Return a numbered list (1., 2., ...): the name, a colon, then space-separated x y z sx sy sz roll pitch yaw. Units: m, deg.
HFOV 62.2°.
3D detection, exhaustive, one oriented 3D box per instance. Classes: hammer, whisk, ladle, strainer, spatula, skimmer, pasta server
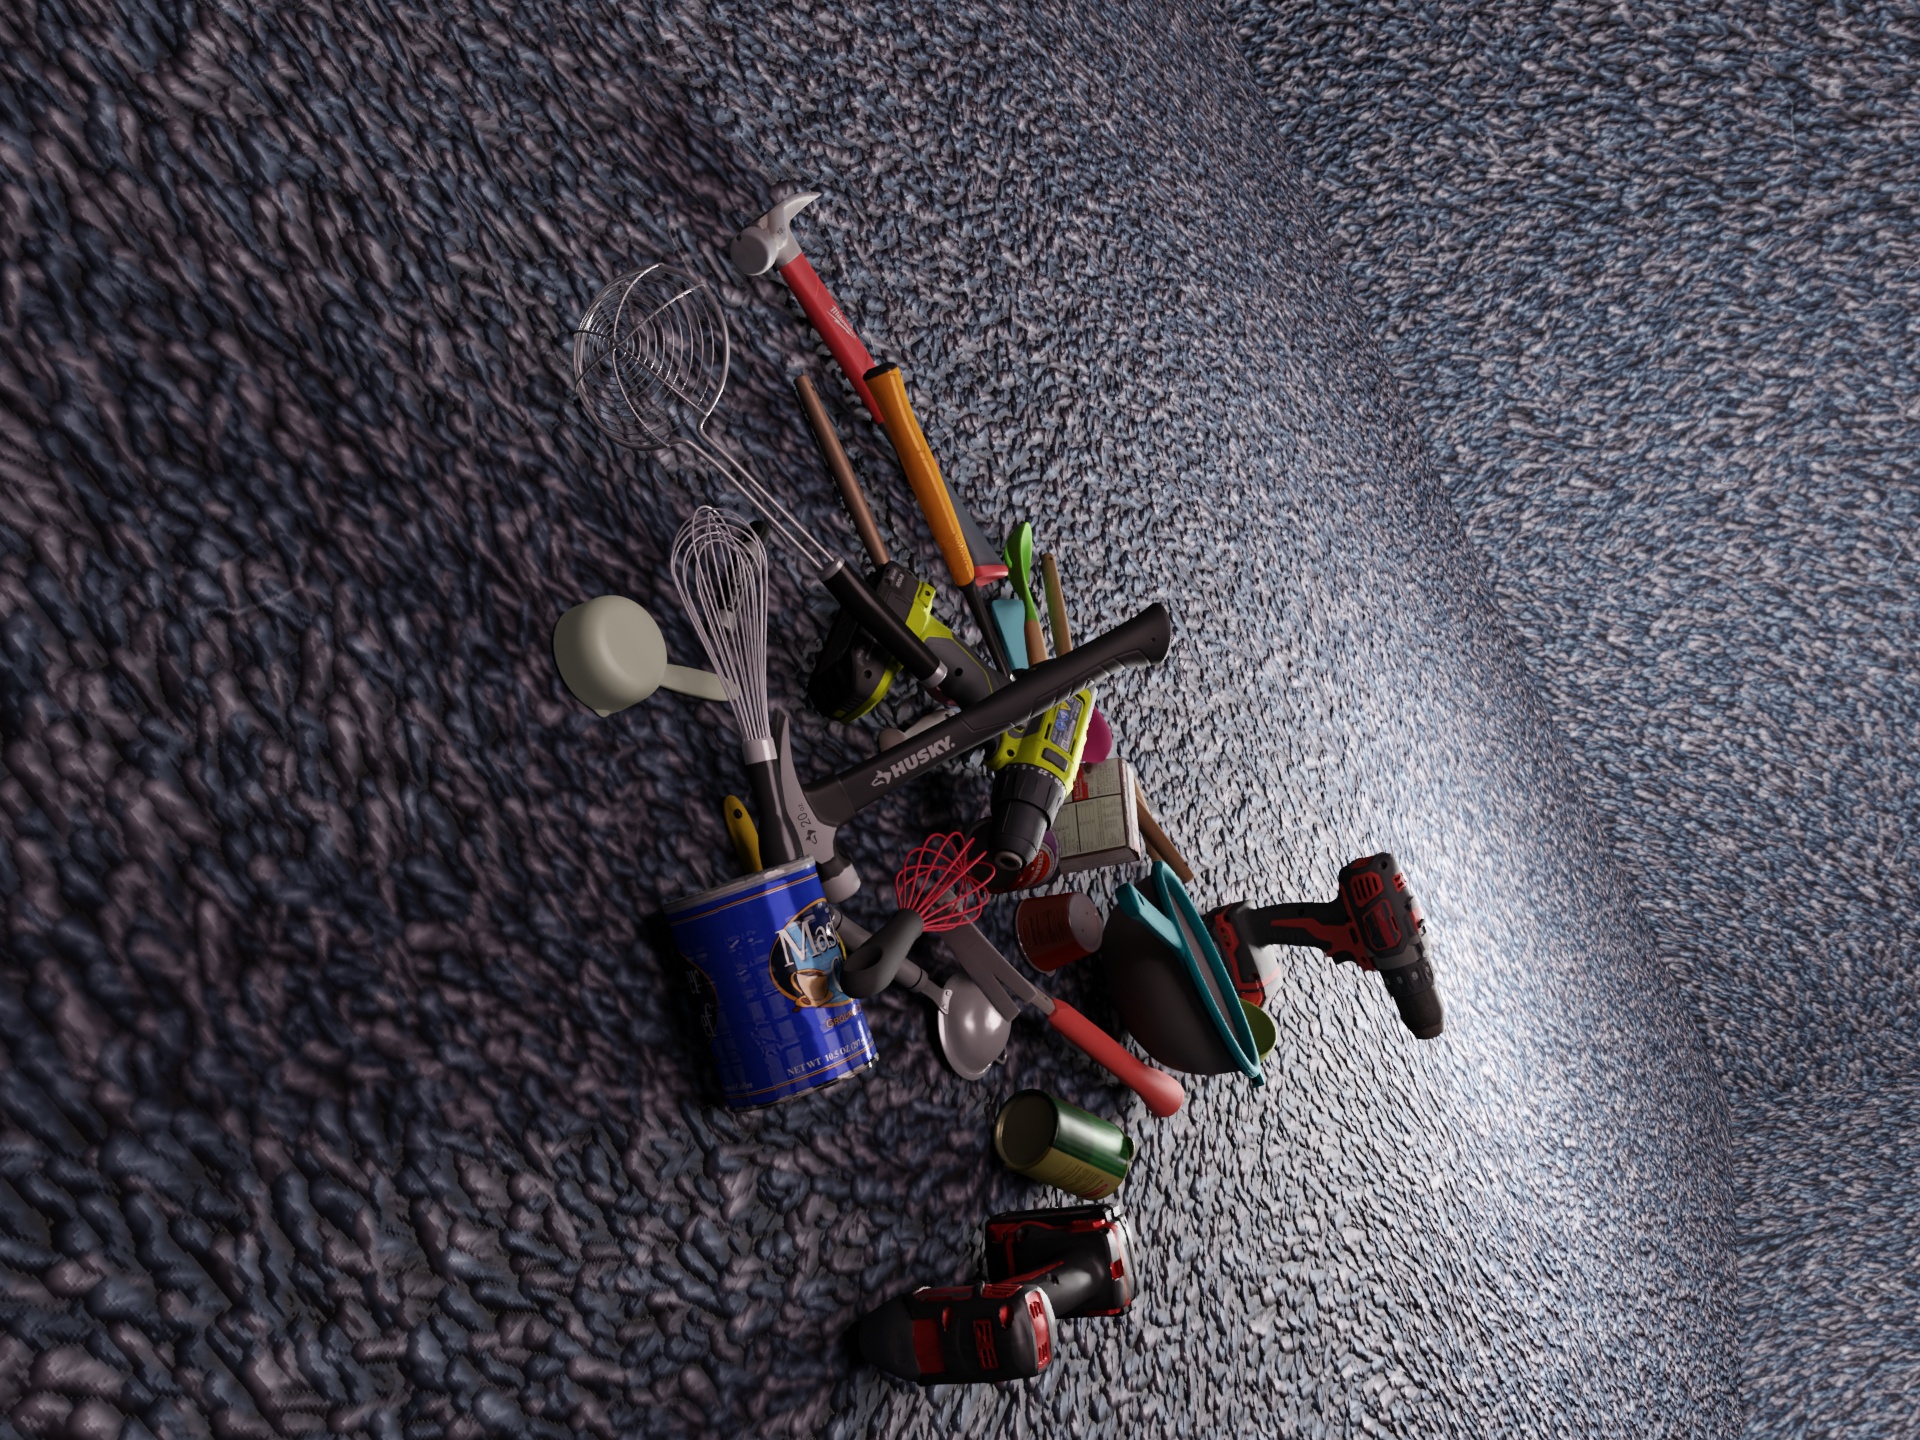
1. hammer: 0.099 0.261 1.328 0.358 0.037 0.149 44 1 -42
2. whisk: -0.032 0.137 1.115 0.073 0.073 0.296 67 16 -5
3. whisk: -0.146 -0.010 1.103 0.070 0.070 0.284 -11 89 -58
4. ladle: 0.230 0.195 1.595 0.078 0.062 0.320 -19 85 -31
5. hammer: 0.014 -0.004 1.188 0.335 0.035 0.146 -28 109 -14
6. hammer: -0.065 -0.290 1.437 0.386 0.038 0.143 56 33 -21
7. strainer: -0.028 0.203 1.219 0.258 0.050 0.087 40 47 -34
8. spatula: 0.124 0.018 1.489 0.318 0.044 0.082 53 25 17
9. hammer: -0.008 -0.149 1.386 0.127 0.034 0.336 -74 142 -72
10. strainer: 0.163 0.217 1.397 0.340 0.095 0.211 44 22 -58
11. skimmer: -0.132 -0.166 1.153 0.363 0.127 0.090 45 23 -25
12. pasta server: -0.066 -0.151 1.358 0.316 0.040 0.060 66 15 -3

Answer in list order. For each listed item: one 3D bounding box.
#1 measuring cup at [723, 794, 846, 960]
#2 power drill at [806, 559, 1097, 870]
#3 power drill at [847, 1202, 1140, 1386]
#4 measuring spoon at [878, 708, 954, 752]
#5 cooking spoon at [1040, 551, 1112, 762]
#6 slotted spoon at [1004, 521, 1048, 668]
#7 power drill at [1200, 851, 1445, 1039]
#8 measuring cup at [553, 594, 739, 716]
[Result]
1. measuring cup: -0.126 0.122 1.118 0.062 0.029 0.156 -25 91 -46
2. power drill: -0.002 -0.004 1.268 0.228 0.080 0.191 33 52 -18
3. power drill: 0.027 0.403 1.107 0.219 0.143 0.078 4 73 -62
4. measuring spoon: -0.030 0.009 1.340 0.124 0.018 0.034 -31 99 -58
5. cooking spoon: 0.097 -0.067 1.497 0.068 0.017 0.319 10 37 -12
6. slotted spoon: 0.068 -0.071 1.452 0.314 0.031 0.070 -97 180 -45
7. power drill: 0.368 0.247 1.607 0.080 0.226 0.188 -20 89 -58
8. measuring cup: -0.202 -0.039 1.090 0.167 0.038 0.083 15 61 -51
